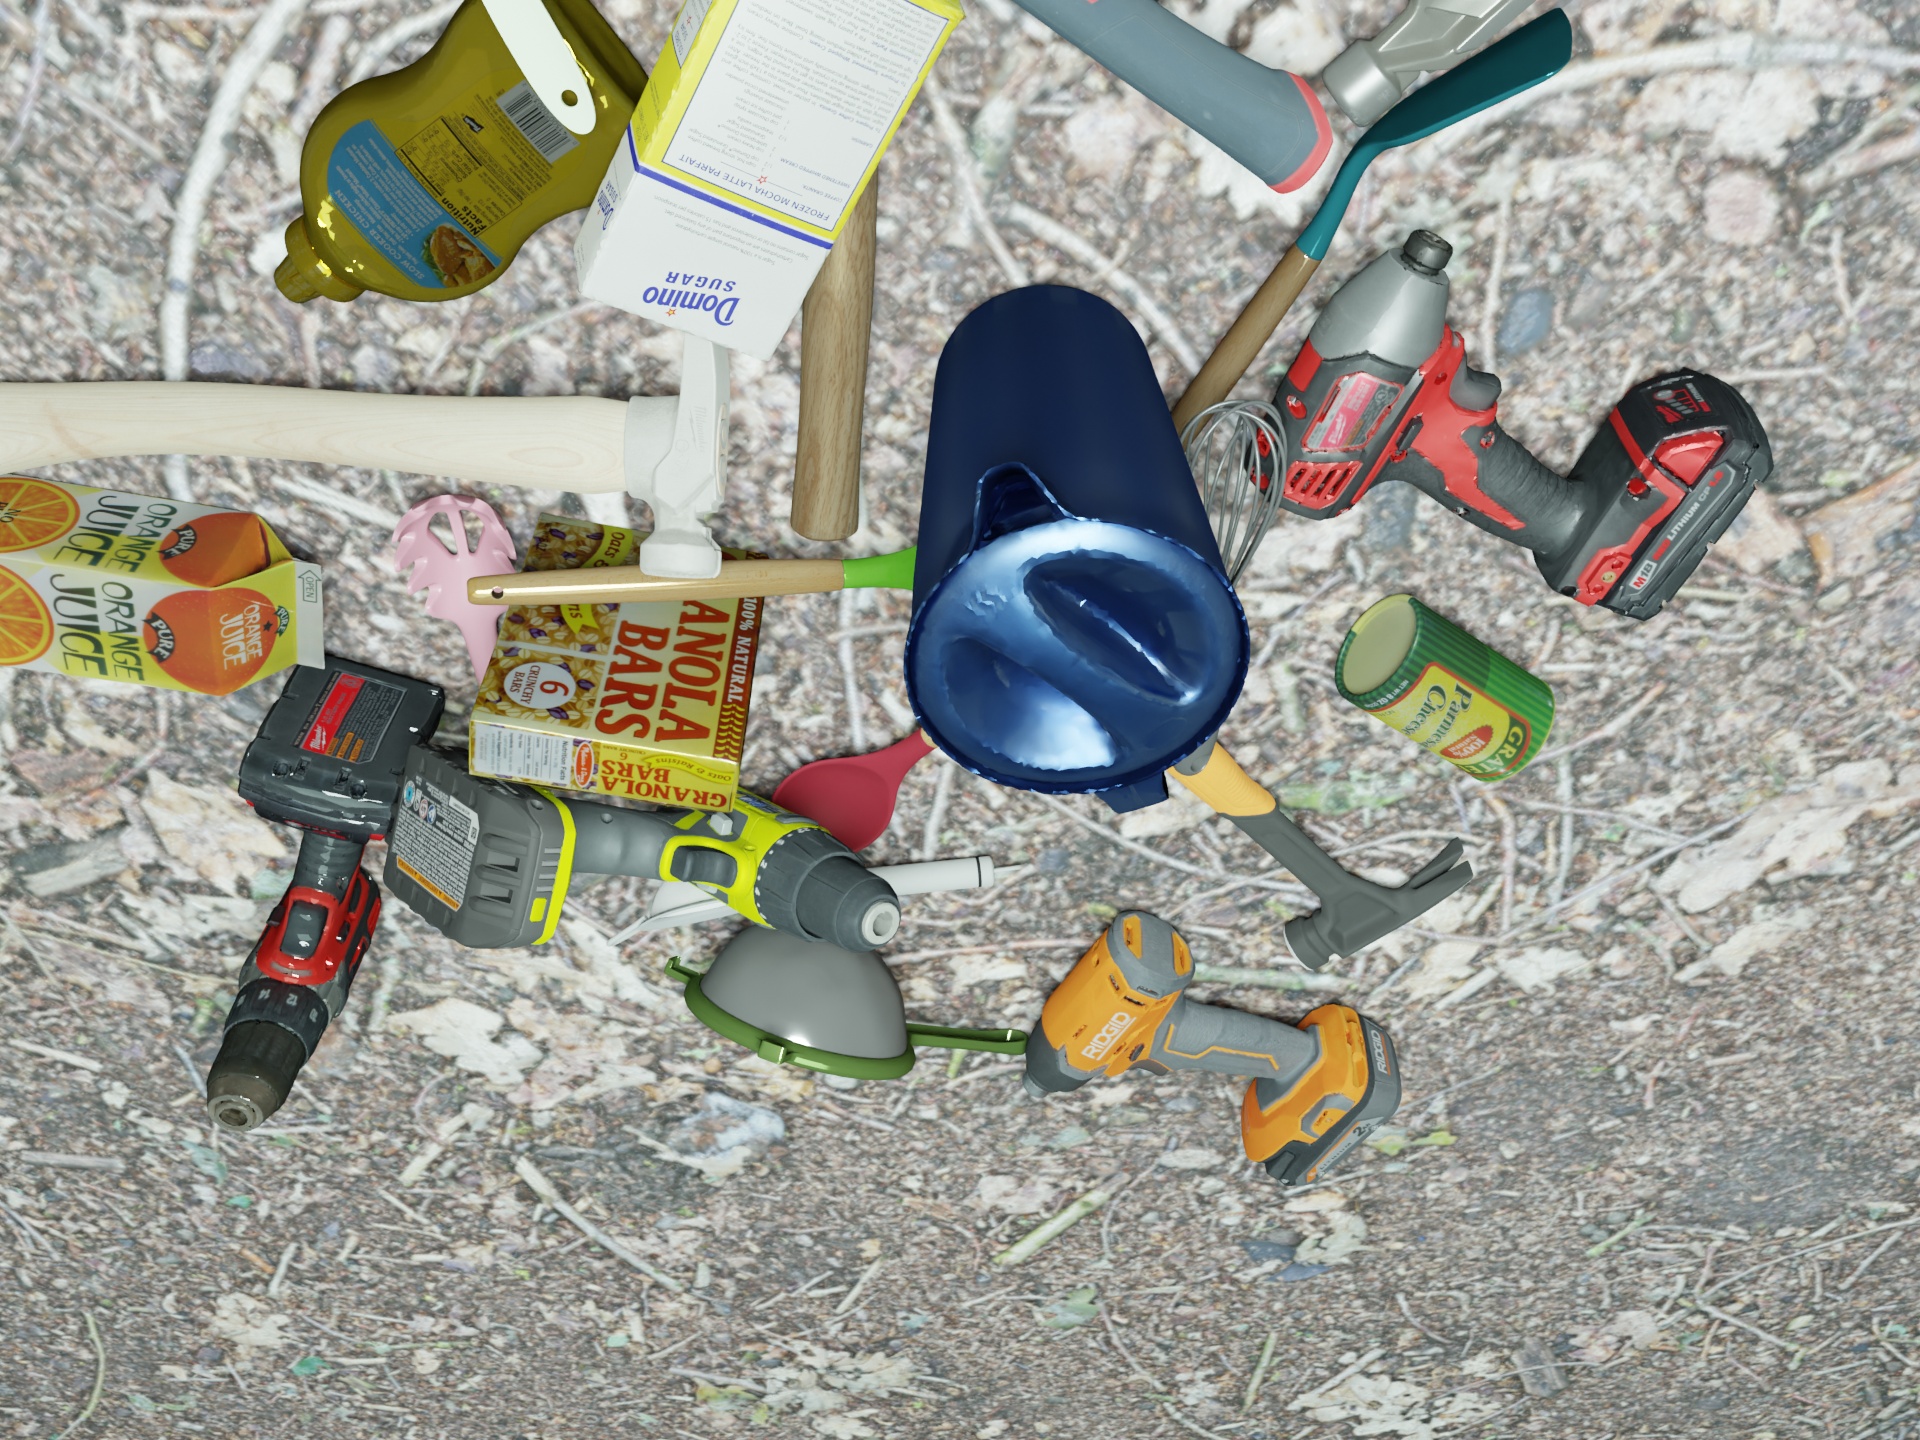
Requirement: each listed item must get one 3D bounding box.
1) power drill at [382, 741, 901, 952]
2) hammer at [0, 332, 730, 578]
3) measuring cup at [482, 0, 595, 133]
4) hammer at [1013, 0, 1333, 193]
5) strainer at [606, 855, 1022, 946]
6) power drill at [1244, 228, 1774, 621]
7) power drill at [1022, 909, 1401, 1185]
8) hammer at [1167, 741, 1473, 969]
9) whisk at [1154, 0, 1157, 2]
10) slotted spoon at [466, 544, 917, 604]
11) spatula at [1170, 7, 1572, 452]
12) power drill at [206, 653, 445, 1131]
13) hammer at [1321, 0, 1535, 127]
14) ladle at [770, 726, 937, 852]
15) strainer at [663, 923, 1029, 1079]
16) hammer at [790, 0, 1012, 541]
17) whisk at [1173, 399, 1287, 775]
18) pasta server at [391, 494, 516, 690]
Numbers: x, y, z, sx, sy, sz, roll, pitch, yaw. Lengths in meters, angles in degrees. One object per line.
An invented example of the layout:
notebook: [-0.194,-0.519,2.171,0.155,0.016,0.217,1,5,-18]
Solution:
power drill: [-0.159,0.073,0.827,0.228,0.191,0.080,8,98,-42]
hammer: [-0.313,-0.150,0.758,0.410,0.038,0.146,3,94,5]
measuring cup: [-0.183,-0.306,0.604,0.083,0.038,0.167,-19,124,14]
hammer: [-0.017,-0.291,0.576,0.386,0.143,0.038,25,161,-26]
strainer: [-0.090,0.102,0.984,0.258,0.050,0.087,-5,168,-5]
power drill: [0.264,-0.142,0.770,0.219,0.079,0.143,17,127,-10]
power drill: [0.159,0.229,1.068,0.226,0.084,0.164,25,125,-14]
hammer: [0.160,0.034,0.929,0.127,0.034,0.336,-36,123,26]
whisk: [0.047,-0.387,0.580,0.070,0.070,0.284,-9,133,6]
slotted spoon: [-0.085,-0.075,0.802,0.313,0.031,0.070,-5,108,-15]
spatula: [0.156,-0.191,0.739,0.044,0.082,0.317,29,130,-8]
power drill: [-0.363,0.097,0.886,0.080,0.188,0.226,17,123,-12]
hammer: [0.105,-0.365,0.556,0.149,0.037,0.358,-38,135,28]
ladle: [-0.001,-0.003,0.871,0.069,0.031,0.315,35,133,-22]
strainer: [-0.050,0.174,1.021,0.256,0.152,0.069,14,95,-36]
hammer: [-0.051,-0.226,0.723,0.130,0.031,0.331,4,129,-4]
whisk: [0.126,-0.058,0.802,0.055,0.055,0.238,0,132,-1]
pasta server: [-0.262,0.001,0.901,0.060,0.040,0.316,-7,131,-9]
